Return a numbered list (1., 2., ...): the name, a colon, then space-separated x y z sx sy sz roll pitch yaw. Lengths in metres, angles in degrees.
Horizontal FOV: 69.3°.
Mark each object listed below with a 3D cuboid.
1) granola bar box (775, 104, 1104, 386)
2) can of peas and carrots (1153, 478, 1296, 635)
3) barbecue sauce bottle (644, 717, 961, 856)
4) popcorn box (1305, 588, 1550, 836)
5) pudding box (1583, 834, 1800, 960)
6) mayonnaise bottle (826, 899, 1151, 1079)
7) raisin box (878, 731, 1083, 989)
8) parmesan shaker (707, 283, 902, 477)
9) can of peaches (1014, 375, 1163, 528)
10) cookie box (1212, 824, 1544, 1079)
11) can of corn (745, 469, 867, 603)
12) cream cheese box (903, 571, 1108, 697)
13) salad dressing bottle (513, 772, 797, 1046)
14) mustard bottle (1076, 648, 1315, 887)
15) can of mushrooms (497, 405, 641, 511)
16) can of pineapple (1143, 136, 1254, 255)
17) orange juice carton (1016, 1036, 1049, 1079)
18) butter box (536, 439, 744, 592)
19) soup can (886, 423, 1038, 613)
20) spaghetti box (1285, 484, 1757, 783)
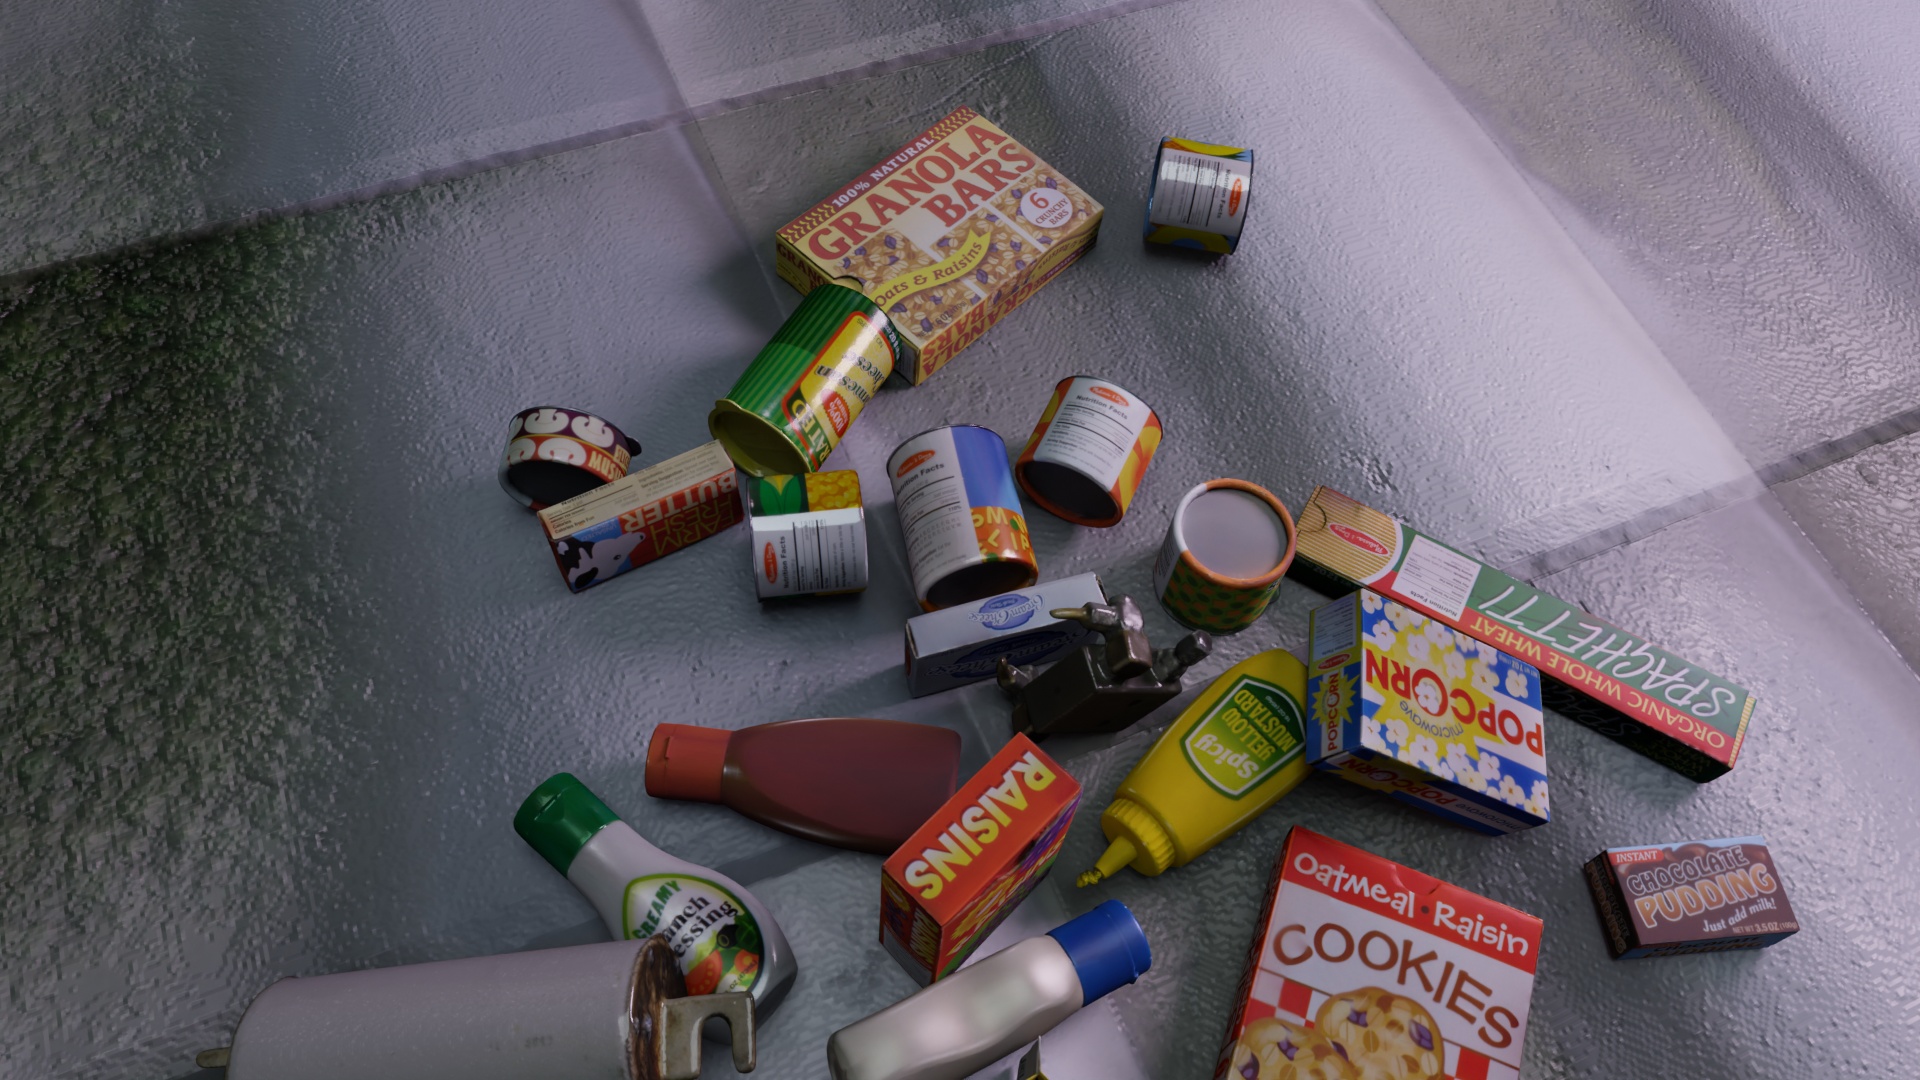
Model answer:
1. granola bar box: -0.012 -0.187 0.858 0.124 0.039 0.166 41 65 18
2. can of peas and carrots: 0.143 0.009 0.744 0.071 0.058 0.071 2 60 -3
3. barbecue sauce bottle: -0.076 0.115 0.676 0.149 0.043 0.065 7 59 1
4. popcorn box: 0.232 0.087 0.688 0.127 0.038 0.085 23 58 -21
5. pudding box: 0.356 0.174 0.679 0.084 0.030 0.050 -3 59 -6
6. mayonnaise bottle: 0.014 0.208 0.619 0.148 0.064 0.041 -22 61 -20
7. raisin box: 0.006 0.146 0.617 0.040 0.122 0.086 42 65 19
8. parmesan shaker: -0.086 -0.088 0.777 0.071 0.071 0.103 27 62 11
9. can of peaches: 0.071 -0.047 0.767 0.071 0.071 0.058 24 67 10
10. cookie box: 0.185 0.230 0.628 0.123 0.040 0.168 20 60 8
11. can of corn: -0.081 -0.004 0.733 0.058 0.070 0.071 -5 61 -8
12. cream cheese box: 0.022 0.049 0.715 0.104 0.053 0.024 -14 64 -12
13. salad dressing bottle: -0.143 0.166 0.640 0.148 0.043 0.064 36 71 16
14. mustard bottle: 0.118 0.120 0.683 0.161 0.048 0.065 -37 70 -22
15. can of mushrooms: -0.209 -0.040 0.743 0.071 0.070 0.033 5 60 -1
16. can of pineapple: 0.149 -0.217 0.873 0.058 0.070 0.071 10 60 2
17. orange juice carton: 0.020 0.303 0.556 0.073 0.071 0.193 7 60 0
18. butter box: -0.167 -0.013 0.738 0.104 0.052 0.024 -24 62 -18
19. soup can: 0.003 -0.009 0.742 0.071 0.071 0.084 -9 62 -9
20. spaghetti box: 0.295 0.049 0.748 0.250 0.028 0.050 28 62 12
